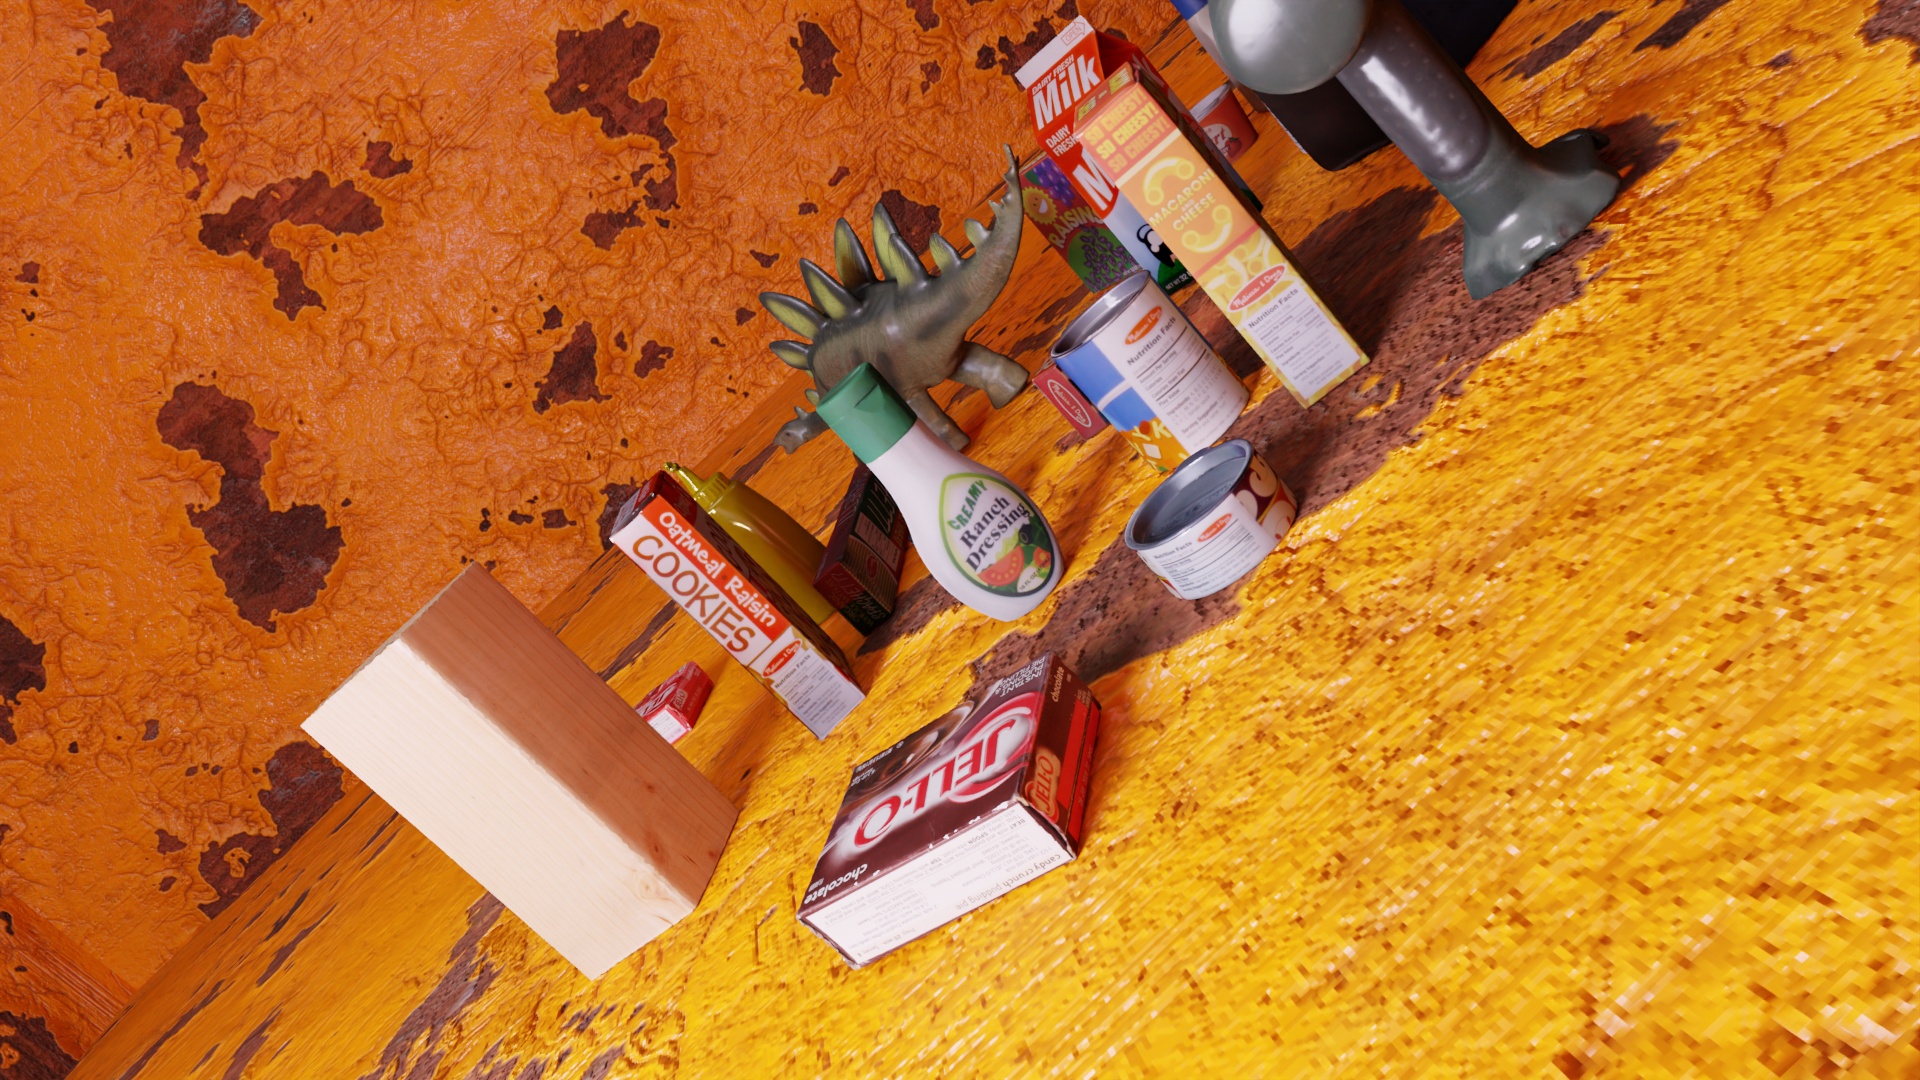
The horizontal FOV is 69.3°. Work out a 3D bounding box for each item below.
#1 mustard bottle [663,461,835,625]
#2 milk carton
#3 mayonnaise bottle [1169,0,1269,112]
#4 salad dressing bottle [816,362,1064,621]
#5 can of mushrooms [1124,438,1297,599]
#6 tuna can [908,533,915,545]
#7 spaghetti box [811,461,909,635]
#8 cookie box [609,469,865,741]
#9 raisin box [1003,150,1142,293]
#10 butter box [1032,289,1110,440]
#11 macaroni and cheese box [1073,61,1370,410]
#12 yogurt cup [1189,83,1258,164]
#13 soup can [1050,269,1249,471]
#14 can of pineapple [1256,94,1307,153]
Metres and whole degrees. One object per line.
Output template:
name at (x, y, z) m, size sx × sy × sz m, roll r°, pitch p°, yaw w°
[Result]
mustard bottle at (-0.152, -0.003, 1.004) m, size 0.065 × 0.160 × 0.049 m, roll -37°, pitch 15°, yaw 24°
milk carton at (0.123, -0.276, 0.986) m, size 0.072 × 0.190 × 0.074 m, roll -31°, pitch 19°, yaw 42°
mayonnaise bottle at (0.247, -0.465, 1.287) m, size 0.041 × 0.148 × 0.065 m, roll -41°, pitch 14°, yaw 11°
salad dressing bottle at (-0.011, -0.025, 0.703) m, size 0.064 × 0.147 × 0.044 m, roll -48°, pitch 14°, yaw -18°
can of mushrooms at (0.105, -0.010, 0.579) m, size 0.071 × 0.033 × 0.071 m, roll -40°, pitch 14°, yaw 12°
tuna can at (0.003, -0.011, 0.863) m, size 0.071 × 0.033 × 0.071 m, roll -40°, pitch 14°, yaw 12°
spaghetti box at (-0.063, -0.007, 0.998) m, size 0.028 × 0.050 × 0.251 m, roll -39°, pitch 14°, yaw 16°
cookie box at (-0.133, 0.034, 0.829) m, size 0.040 × 0.167 × 0.123 m, roll -44°, pitch 14°, yaw -2°
raisin box at (0.106, -0.276, 1.171) m, size 0.040 × 0.123 × 0.086 m, roll -50°, pitch 15°, yaw -24°
butter box at (0.087, -0.114, 0.894) m, size 0.024 × 0.053 × 0.104 m, roll -31°, pitch 19°, yaw 42°
macaroni and cheese box at (0.123, -0.153, 0.672) m, size 0.040 × 0.166 × 0.124 m, roll -39°, pitch 14°, yaw 18°
yogurt cup at (0.227, -0.363, 1.235) m, size 0.072 × 0.054 × 0.072 m, roll -40°, pitch 14°, yaw 12°
soup can at (0.098, -0.087, 0.722) m, size 0.071 × 0.083 × 0.071 m, roll -40°, pitch 14°, yaw 12°
can of pineapple at (0.265, -0.332, 1.032) m, size 0.071 × 0.058 × 0.071 m, roll -40°, pitch 14°, yaw 12°
